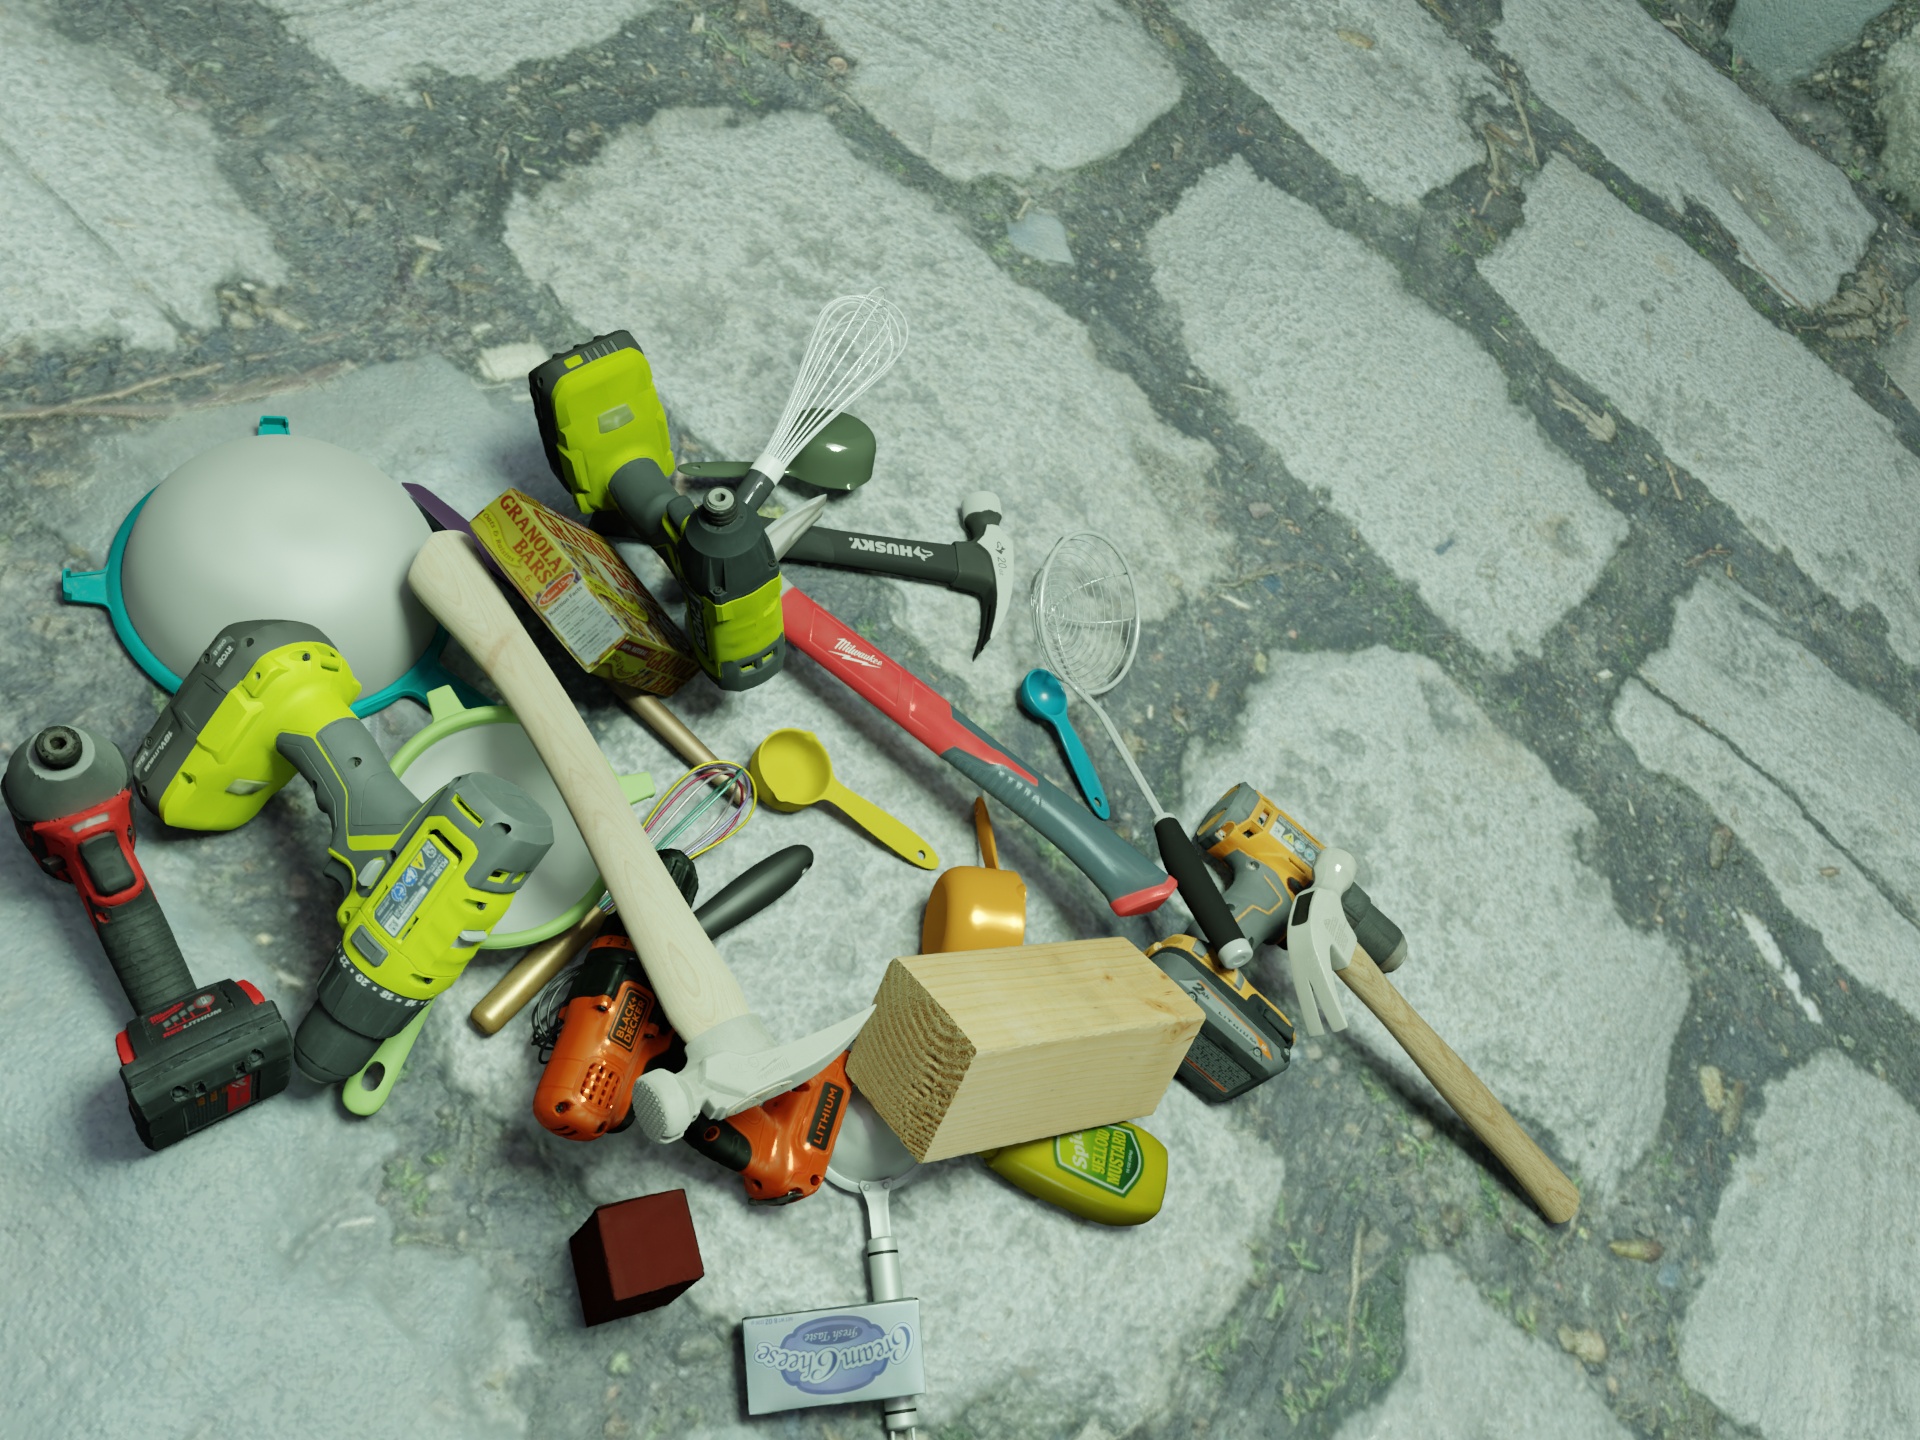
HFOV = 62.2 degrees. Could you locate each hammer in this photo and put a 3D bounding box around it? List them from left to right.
[{"bbox_3d":[-0.208,0.044,0.938,0.146,0.038,0.411,-17,63,-38],"label":"hammer"},{"bbox_3d":[-0.114,-0.130,1.208,0.334,0.035,0.146,6,59,-23],"label":"hammer"},{"bbox_3d":[-0.002,-0.004,1.123,0.386,0.038,0.143,37,64,6],"label":"hammer"},{"bbox_3d":[0.346,0.250,1.156,0.331,0.031,0.130,48,45,-14],"label":"hammer"}]

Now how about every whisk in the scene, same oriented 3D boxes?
[{"bbox_3d":[-0.214,0.109,1.014,0.245,0.051,0.047,-47,112,-33],"label":"whisk"},{"bbox_3d":[-0.177,0.143,1.015,0.055,0.055,0.239,49,49,7],"label":"whisk"},{"bbox_3d":[-0.125,-0.209,1.169,0.070,0.070,0.285,32,71,-5],"label":"whisk"}]

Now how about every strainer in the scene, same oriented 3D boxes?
[{"bbox_3d":[-0.372,-0.070,1.010,0.340,0.095,0.211,35,53,-2],"label":"strainer"},{"bbox_3d":[-0.301,0.117,0.963,0.151,0.069,0.256,24,70,-5],"label":"strainer"},{"bbox_3d":[-0.047,0.315,0.979,0.087,0.050,0.259,-4,66,-10],"label":"strainer"}]

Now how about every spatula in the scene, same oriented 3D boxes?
[{"bbox_3d":[-0.261,-0.054,1.093,0.316,0.060,0.018,44,96,-1],"label":"spatula"}]

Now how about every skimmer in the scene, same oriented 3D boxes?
[{"bbox_3d":[0.145,0.011,1.168,0.127,0.090,0.364,23,32,-45],"label":"skimmer"}]

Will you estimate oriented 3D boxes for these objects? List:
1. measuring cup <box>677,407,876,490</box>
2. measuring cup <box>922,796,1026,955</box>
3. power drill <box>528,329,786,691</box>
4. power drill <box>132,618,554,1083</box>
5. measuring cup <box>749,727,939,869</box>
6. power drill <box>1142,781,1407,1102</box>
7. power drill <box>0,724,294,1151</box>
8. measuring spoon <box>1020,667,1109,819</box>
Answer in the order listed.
[{"bbox_3d":[-0.138,-0.209,1.215,0.167,0.038,0.083,-10,42,-37],"label":"measuring cup"},{"bbox_3d":[0.002,0.113,1.105,0.052,0.095,0.174,8,41,-16],"label":"measuring cup"},{"bbox_3d":[-0.192,-0.145,1.040,0.080,0.171,0.223,-30,64,-20],"label":"power drill"},{"bbox_3d":[-0.357,0.069,0.894,0.229,0.190,0.080,40,7,20],"label":"power drill"},{"bbox_3d":[-0.082,0.064,1.122,0.156,0.029,0.062,36,52,-17],"label":"measuring cup"},{"bbox_3d":[0.229,0.173,1.172,0.185,0.084,0.226,40,48,-2],"label":"power drill"},{"bbox_3d":[-0.440,0.106,0.847,0.078,0.143,0.220,-25,77,-32],"label":"power drill"},{"bbox_3d":[0.079,0.021,1.228,0.042,0.021,0.129,-17,79,-48],"label":"measuring spoon"}]
